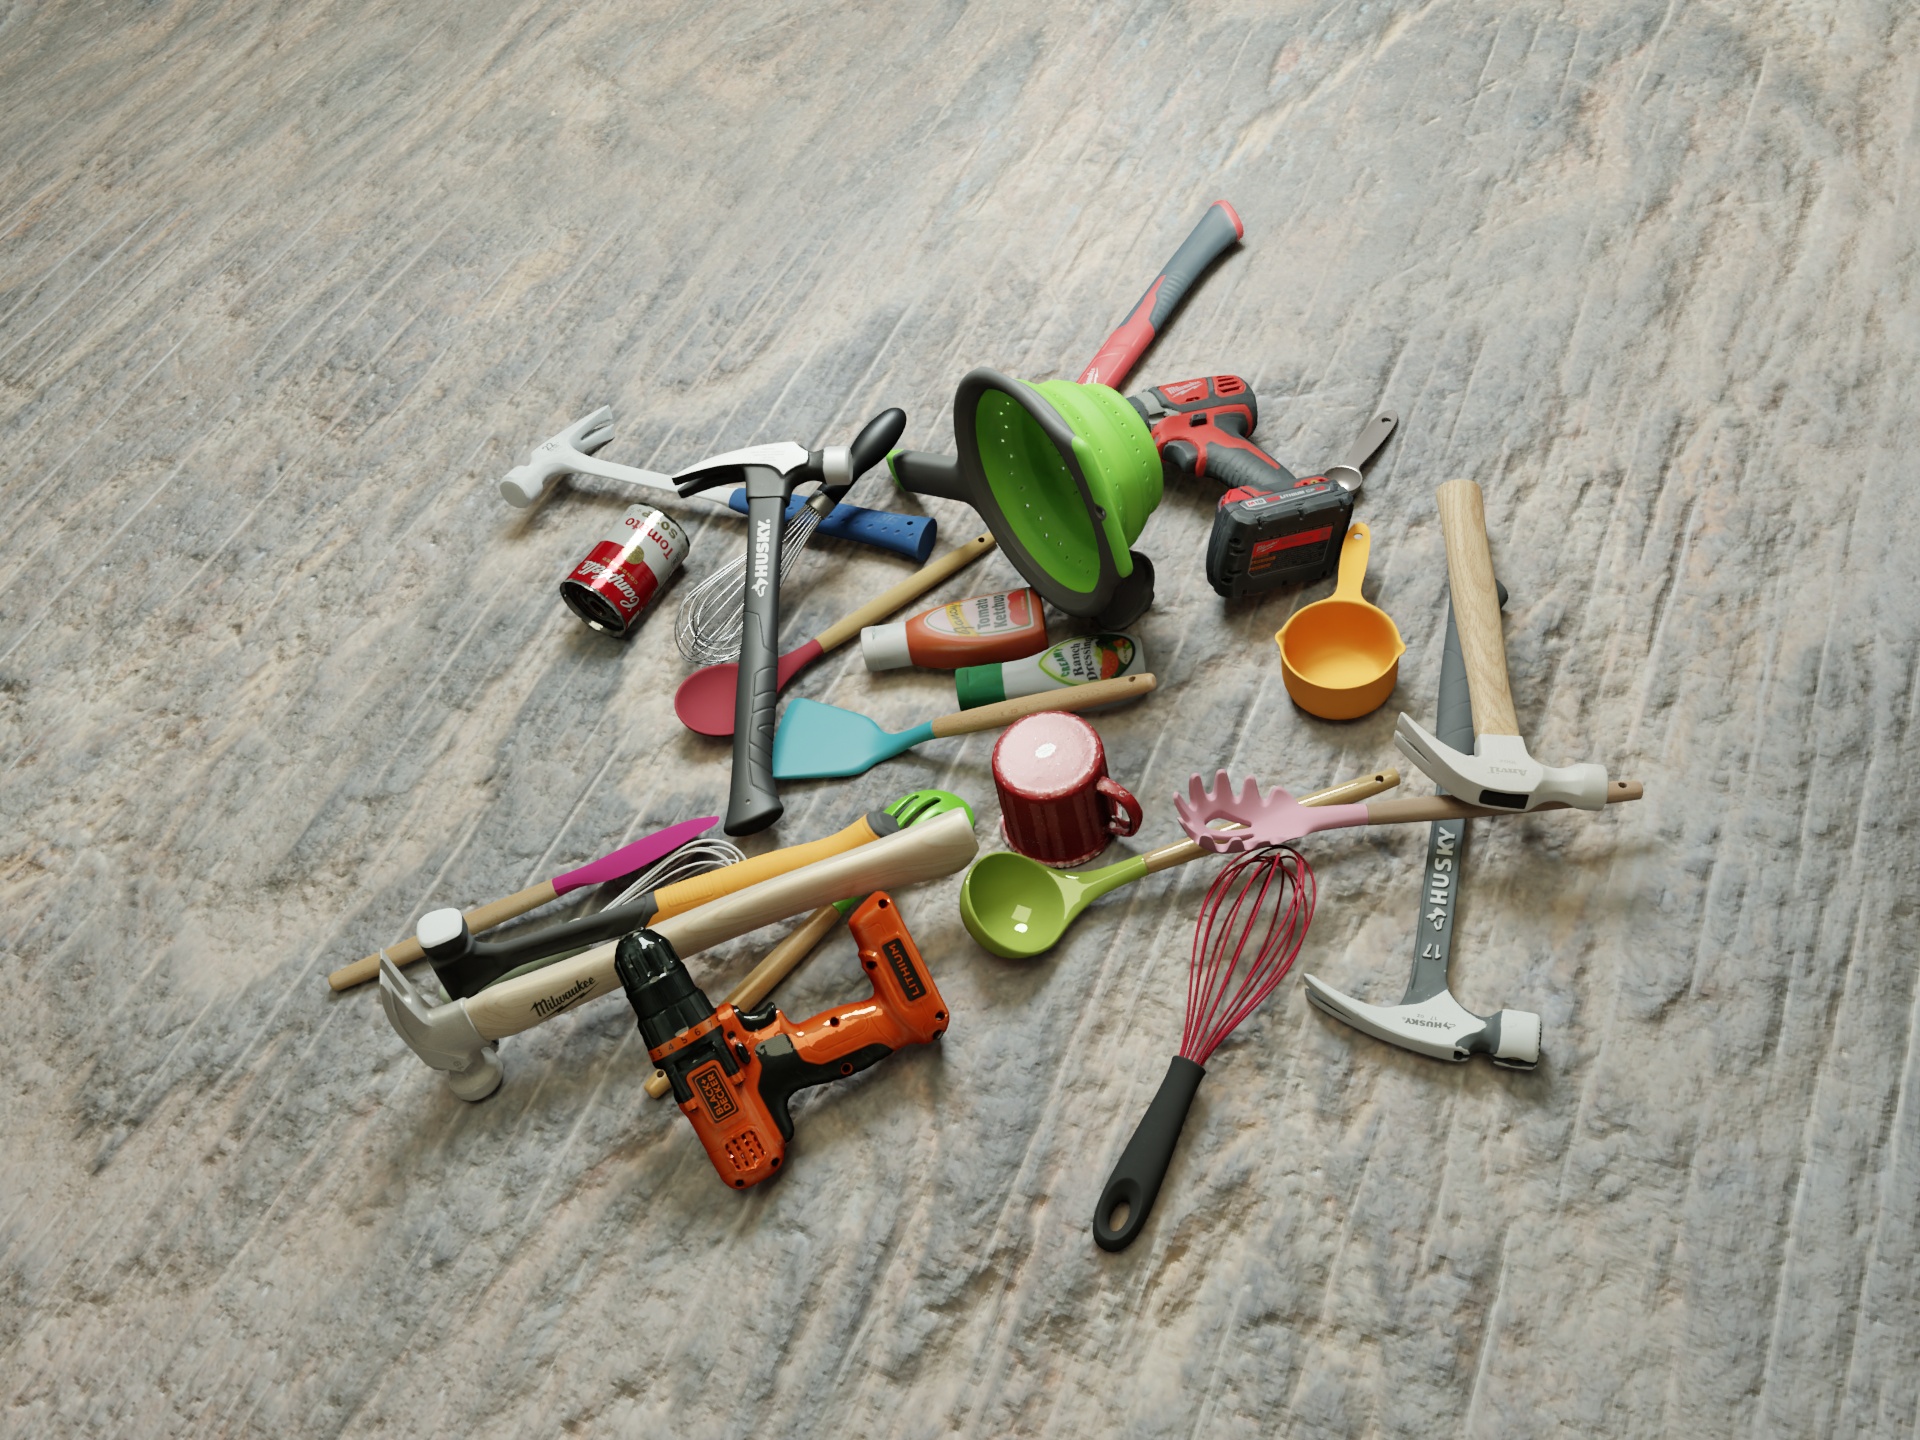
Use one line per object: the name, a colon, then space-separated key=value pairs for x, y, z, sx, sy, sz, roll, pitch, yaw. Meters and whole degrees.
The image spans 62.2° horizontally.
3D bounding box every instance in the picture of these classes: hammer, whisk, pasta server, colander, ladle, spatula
hammer: x=-0.186 y=0.141 z=1.094 sx=0.410 sy=0.146 sz=0.038 roll=-21 pitch=45 yaw=-2
whisk: x=-0.139 y=-0.158 z=1.344 sx=0.070 sy=0.070 sz=0.284 roll=35 pitch=80 yaw=32
hammer: x=-0.201 y=0.136 z=1.133 sx=0.337 sy=0.127 sz=0.034 roll=-17 pitch=47 yaw=-6
pasta server: x=0.302 y=0.056 z=1.073 sx=0.316 sy=0.040 sz=0.060 roll=-5 pitch=48 yaw=1
hammer: x=-0.165 y=-0.070 z=1.266 sx=0.146 sy=0.035 sz=0.335 roll=-1 pitch=69 yaw=4
colander: x=0.052 y=-0.205 z=1.275 sx=0.094 sy=0.204 sz=0.397 roll=-30 pitch=23 yaw=-17
hammer: x=0.343 y=0.049 z=1.126 sx=0.149 sy=0.036 sz=0.409 roll=6 pitch=54 yaw=18
ladle: x=0.153 y=0.088 z=1.106 sx=0.320 sy=0.062 sz=0.078 roll=-20 pitch=67 yaw=3
spatula: x=-0.002 y=-0.004 z=1.205 sx=0.317 sy=0.044 sz=0.082 roll=-13 pitch=44 yaw=29
hammer: x=-0.210 y=-0.207 z=1.439 sx=0.405 sy=0.035 sz=0.144 roll=14 pitch=44 yaw=19
whisk: x=-0.271 y=0.155 z=1.178 sx=0.246 sy=0.059 sz=0.058 roll=-24 pitch=8 yaw=-2
hammer: x=0.374 y=-0.066 z=1.153 sx=0.130 sy=0.031 sz=0.332 roll=4 pitch=46 yaw=6
hammer: x=0.148 y=-0.364 z=1.489 sx=0.143 sy=0.038 sz=0.386 roll=20 pitch=59 yaw=27
whisk: x=0.156 y=0.206 z=1.033 sx=0.073 sy=0.073 sz=0.296 roll=19 pitch=66 yaw=25
ladle: x=-0.097 y=-0.077 z=1.328 sx=0.315 sy=0.031 sz=0.069 roll=-33 pitch=68 yaw=-16

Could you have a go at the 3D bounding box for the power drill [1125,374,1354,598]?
power drill: x=0.193 y=-0.201 z=1.306 sx=0.188 sy=0.080 sz=0.227 roll=-14 pitch=47 yaw=-18

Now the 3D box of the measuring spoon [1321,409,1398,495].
measuring spoon: x=0.343 y=-0.225 z=1.355 sx=0.034 sy=0.018 sz=0.124 roll=22 pitch=54 yaw=27

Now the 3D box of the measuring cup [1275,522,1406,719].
measuring cup: x=0.297 y=-0.075 z=1.222 sx=0.095 sy=0.052 sz=0.174 roll=6 pitch=52 yaw=17

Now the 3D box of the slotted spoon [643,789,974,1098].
slotted spoon: x=-0.109 y=0.155 z=1.150 sx=0.070 sy=0.031 sz=0.314 roll=32 pitch=67 yaw=35

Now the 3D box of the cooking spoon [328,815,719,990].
cooking spoon: x=-0.330 y=0.137 z=1.205 sx=0.319 sy=0.017 sz=0.069 roll=-23 pitch=10 yaw=0
